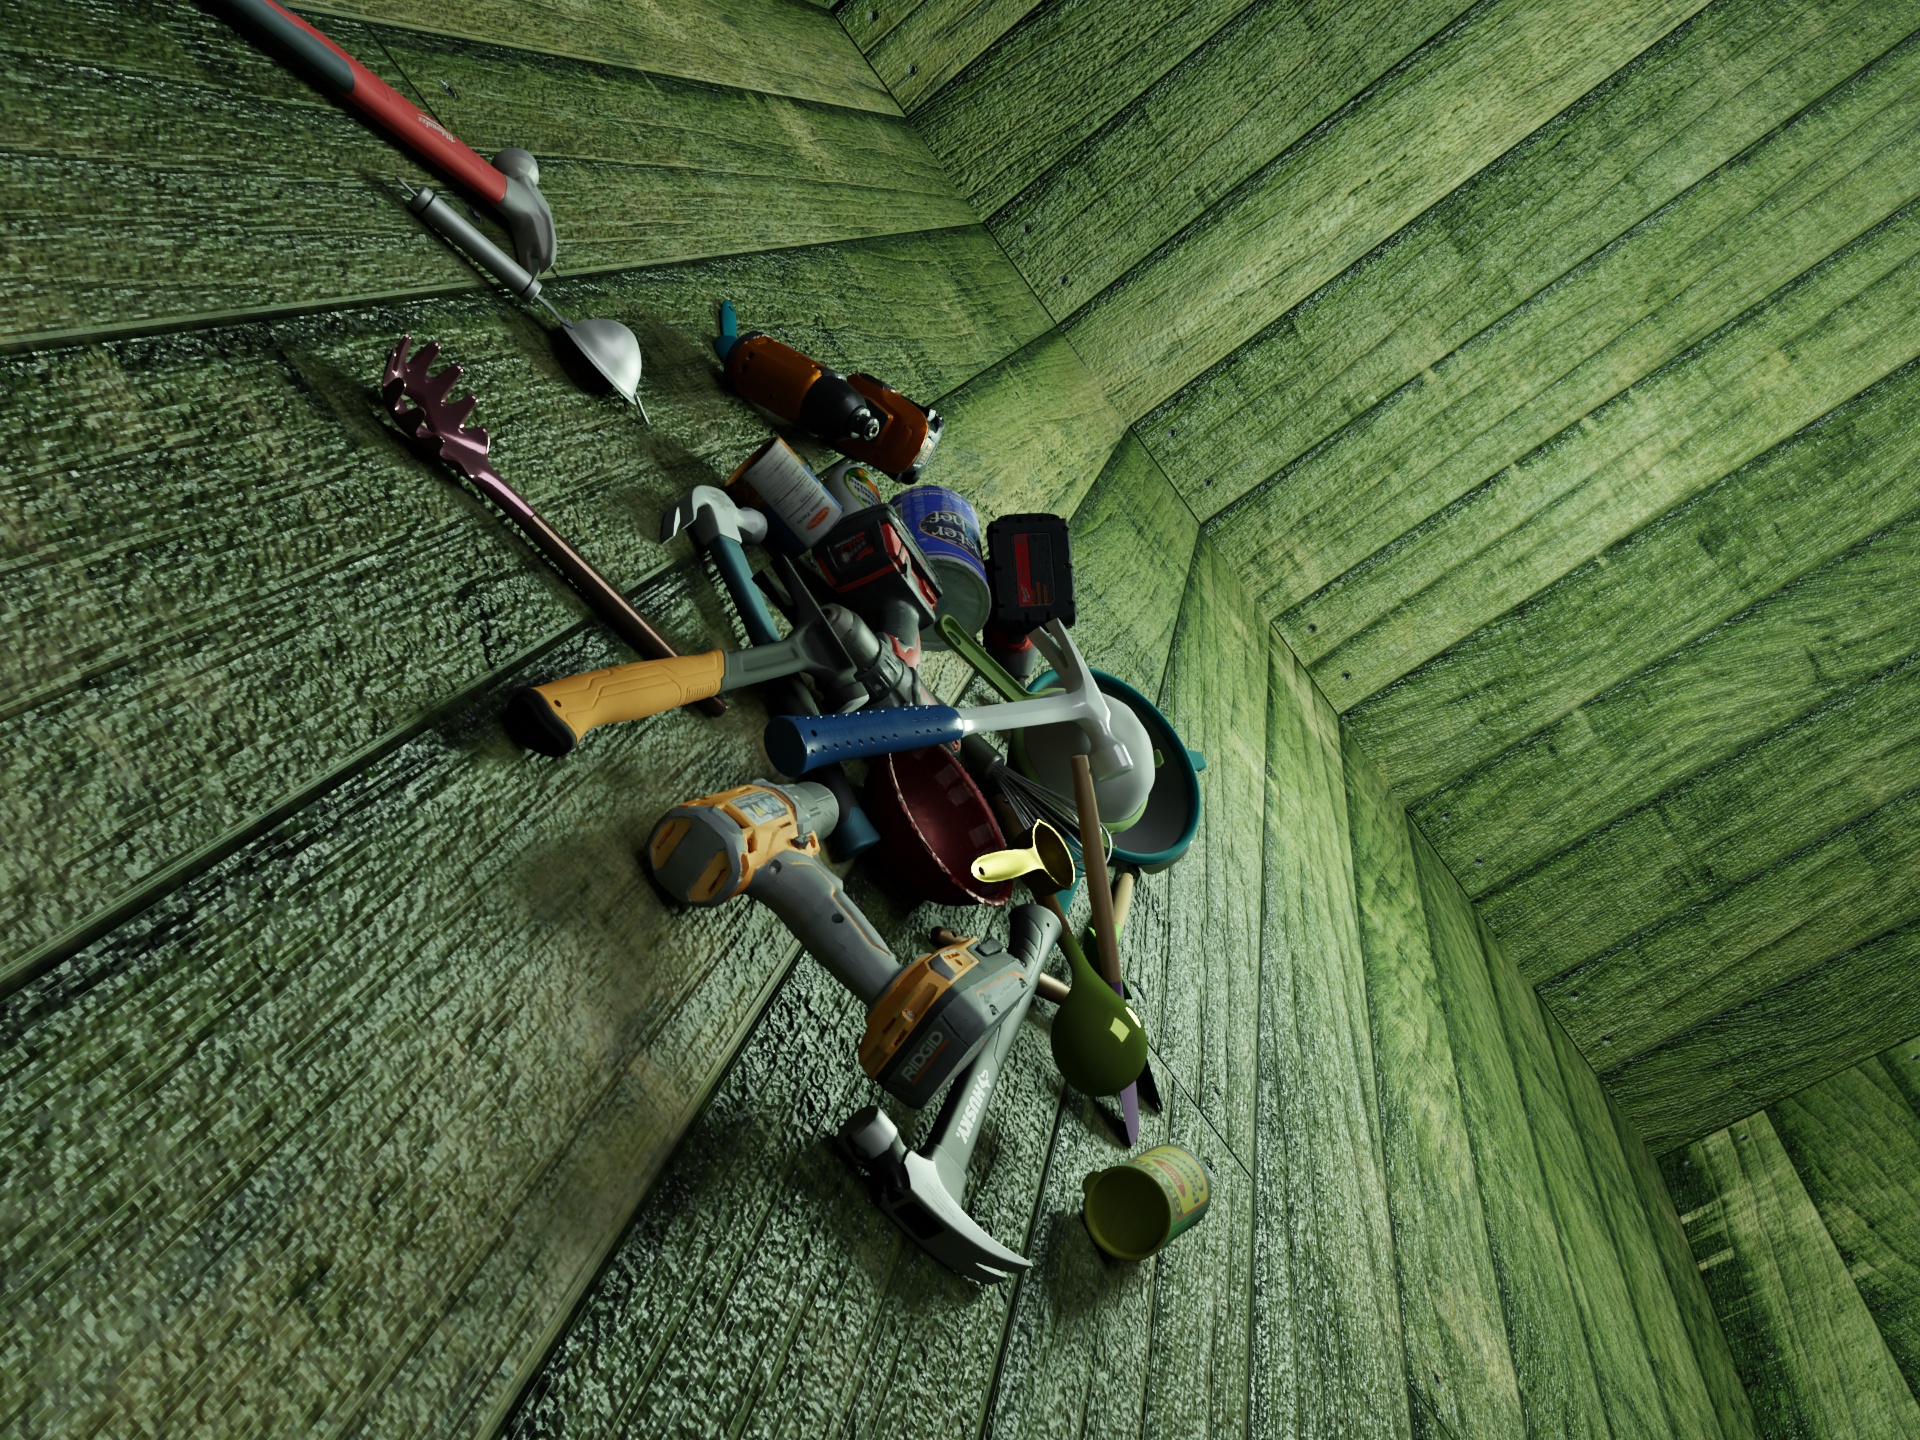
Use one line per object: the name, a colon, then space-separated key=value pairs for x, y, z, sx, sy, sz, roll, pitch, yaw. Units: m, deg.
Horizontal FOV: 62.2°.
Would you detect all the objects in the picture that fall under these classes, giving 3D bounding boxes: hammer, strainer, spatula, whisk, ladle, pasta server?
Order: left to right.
hammer: x=-0.446 y=-0.459 z=1.140 sx=0.385 sy=0.038 sz=0.143 roll=31 pitch=33 yaw=-50
strainer: x=-0.322 y=-0.325 z=1.216 sx=0.258 sy=0.050 sz=0.087 roll=39 pitch=10 yaw=-32
pasta server: x=-0.257 y=-0.115 z=1.034 sx=0.316 sy=0.040 sz=0.060 roll=48 pitch=30 yaw=-24
hammer: x=-0.177 y=-0.035 z=1.040 sx=0.127 sy=0.034 sz=0.337 roll=59 pitch=27 yaw=5
hammer: x=-0.137 y=-0.041 z=1.199 sx=0.128 sy=0.033 sz=0.331 roll=18 pitch=42 yaw=-61
hammer: x=-0.002 y=-0.004 z=1.213 sx=0.405 sy=0.035 sz=0.144 roll=-7 pitch=71 yaw=-54
hammer: x=0.022 y=0.228 z=1.078 sx=0.146 sy=0.035 sz=0.335 roll=51 pitch=28 yaw=-11
whisk: x=0.034 y=0.046 z=1.358 sx=0.246 sy=0.059 sz=0.057 roll=42 pitch=-22 yaw=25
ladle: x=0.071 y=0.168 z=1.276 sx=0.078 sy=0.062 sz=0.321 roll=10 pitch=30 yaw=-24
strainer: x=0.086 y=-0.014 z=1.416 sx=0.256 sy=0.069 sz=0.151 roll=43 pitch=43 yaw=-6
spatula: x=0.079 y=0.231 z=1.287 sx=0.317 sy=0.044 sz=0.082 roll=33 pitch=30 yaw=-38
strainer: x=0.098 y=0.100 z=1.463 sx=0.211 sy=0.095 sz=0.341 roll=37 pitch=44 yaw=-10
spatula: x=0.118 y=0.184 z=1.273 sx=0.060 sy=0.018 sz=0.316 roll=-17 pitch=99 yaw=-74

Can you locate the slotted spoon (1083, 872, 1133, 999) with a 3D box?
slotted spoon: x=0.143 y=0.188 z=1.463 sx=0.070 sy=0.031 sz=0.314 roll=59 pitch=13 yaw=-3

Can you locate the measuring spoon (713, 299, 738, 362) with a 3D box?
measuring spoon: x=-0.221 y=-0.385 z=1.562 sx=0.042 sy=0.021 sz=0.129 roll=41 pitch=26 yaw=-36

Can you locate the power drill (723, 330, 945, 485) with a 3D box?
power drill: x=-0.106 y=-0.294 z=1.533 sx=0.164 sy=0.084 sz=0.226 roll=33 pitch=11 yaw=24

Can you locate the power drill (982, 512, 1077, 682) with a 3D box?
power drill: x=0.059 y=-0.115 z=1.587 sx=0.219 sy=0.078 sz=0.143 roll=114 pitch=-28 yaw=-78

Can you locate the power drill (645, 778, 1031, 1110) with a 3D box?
power drill: x=-0.067 y=0.120 z=0.987 sx=0.226 sy=0.084 sz=0.185 roll=39 pitch=17 yaw=11

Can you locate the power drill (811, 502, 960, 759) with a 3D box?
power drill: x=-0.072 y=-0.080 z=1.317 sx=0.187 sy=0.080 sz=0.227 roll=53 pitch=19 yaw=-42

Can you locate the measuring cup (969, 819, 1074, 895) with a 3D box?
measuring cup: x=0.039 y=0.113 z=1.222 sx=0.156 sy=0.029 sz=0.062 roll=-2 pitch=65 yaw=-60
